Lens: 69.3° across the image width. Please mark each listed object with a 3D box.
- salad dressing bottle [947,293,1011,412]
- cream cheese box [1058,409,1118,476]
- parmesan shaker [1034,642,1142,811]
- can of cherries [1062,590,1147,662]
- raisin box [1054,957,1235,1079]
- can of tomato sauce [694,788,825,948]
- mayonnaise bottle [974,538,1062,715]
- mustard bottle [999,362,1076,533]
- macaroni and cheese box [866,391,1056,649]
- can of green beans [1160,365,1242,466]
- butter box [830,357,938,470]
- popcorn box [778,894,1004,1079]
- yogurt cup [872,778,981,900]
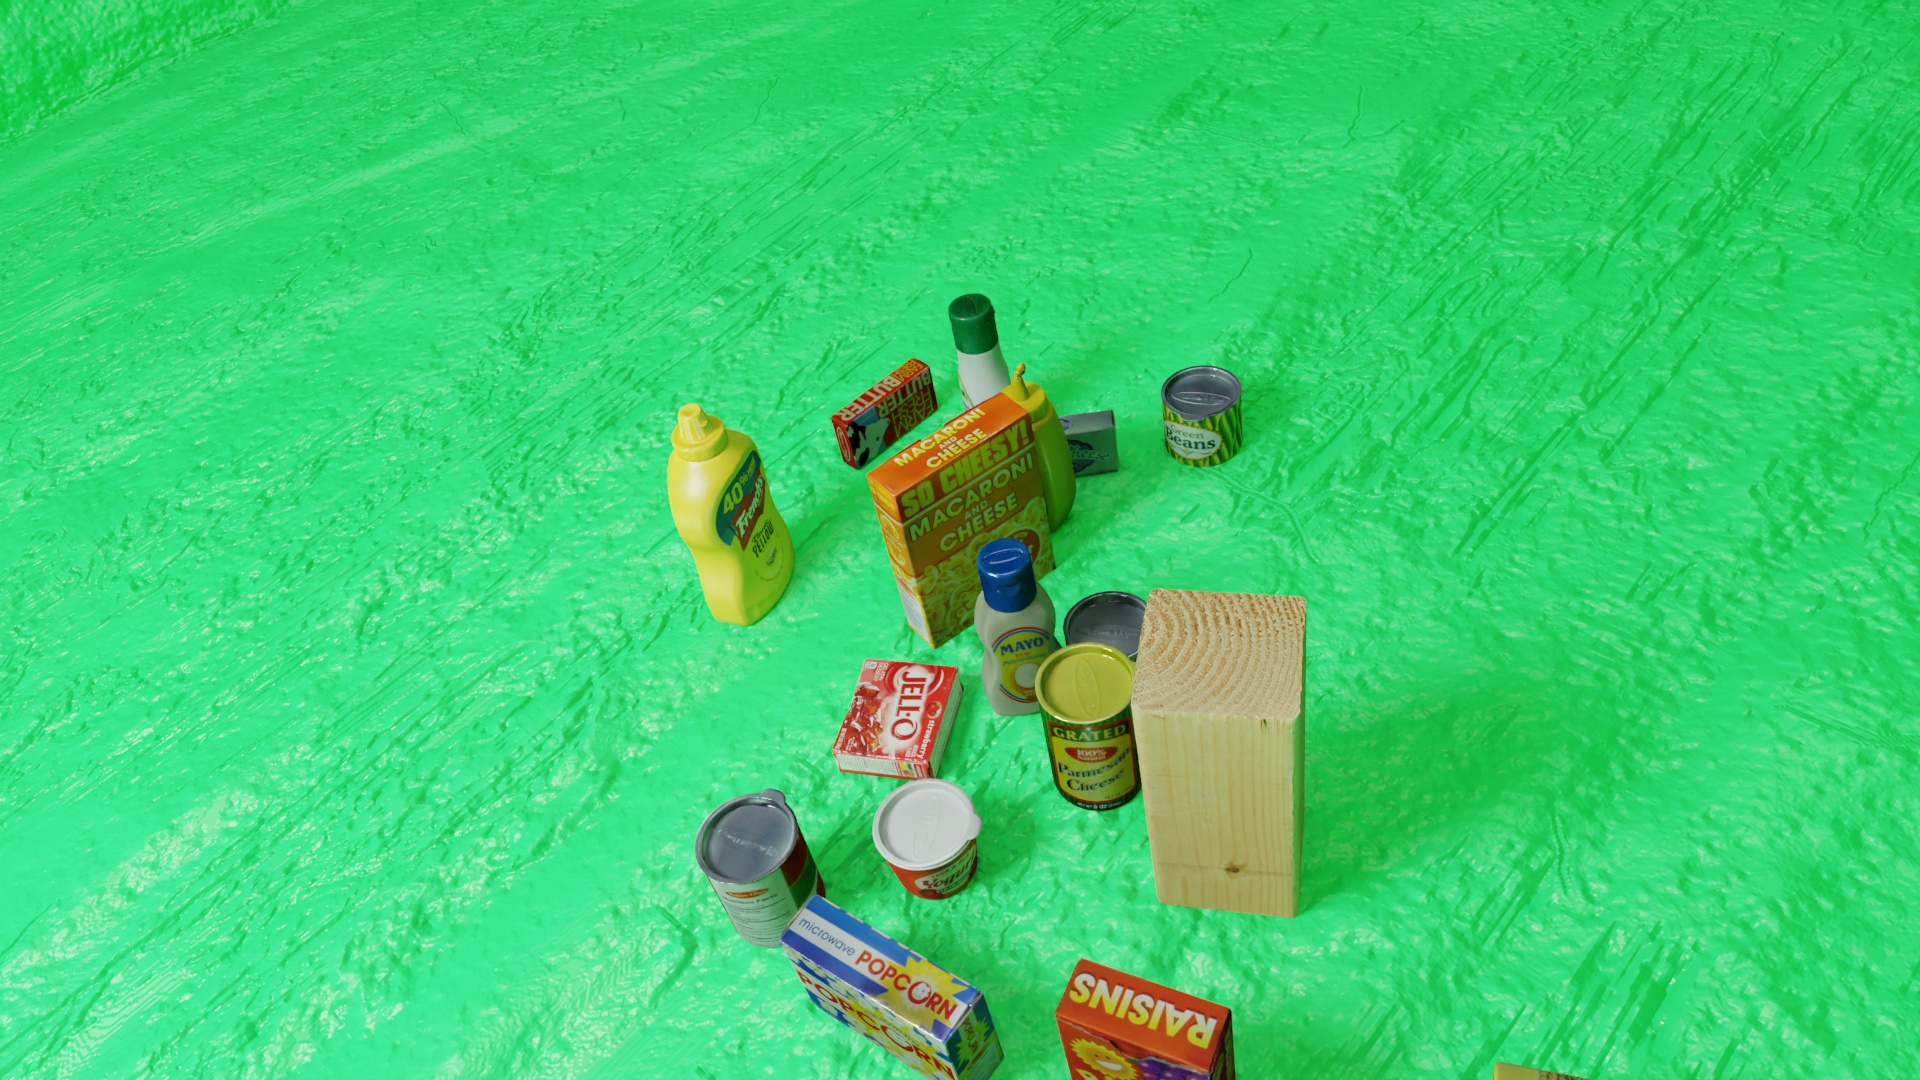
[{"bbox_3d":[0.019,-0.140,1.175,0.044,0.147,0.064,-16,44,-3],"label":"salad dressing bottle"},{"bbox_3d":[0.080,-0.077,1.166,0.104,0.053,0.024,-7,45,6],"label":"cream cheese box"},{"bbox_3d":[0.091,0.125,0.925,0.071,0.102,0.072,-6,45,7],"label":"parmesan shaker"},{"bbox_3d":[0.108,0.081,0.997,0.071,0.058,0.072,-6,45,6],"label":"can of cherries"},{"bbox_3d":[0.102,0.283,0.751,0.086,0.122,0.040,13,50,24],"label":"raisin box"},{"bbox_3d":[-0.127,0.213,0.901,0.071,0.082,0.071,-6,45,7],"label":"can of tomato sauce"},{"bbox_3d":[0.039,0.062,0.968,0.065,0.147,0.041,-13,44,0],"label":"mayonnaise bottle"},{"bbox_3d":[0.052,-0.075,1.094,0.065,0.159,0.049,16,51,26],"label":"mustard bottle"},{"bbox_3d":[0.004,-0.013,1.038,0.124,0.165,0.040,-33,48,-20],"label":"macaroni and cheese box"},{"bbox_3d":[0.202,-0.104,1.162,0.071,0.057,0.071,-6,45,6],"label":"can of green beans"},{"bbox_3d":[-0.067,-0.113,1.235,0.024,0.052,0.104,31,59,35],"label":"butter box"},{"bbox_3d":[-0.041,0.270,0.822,0.127,0.084,0.038,22,54,30],"label":"popcorn box"},{"bbox_3d":[-0.020,0.199,0.912,0.072,0.053,0.073,-6,45,6],"label":"yogurt cup"}]
